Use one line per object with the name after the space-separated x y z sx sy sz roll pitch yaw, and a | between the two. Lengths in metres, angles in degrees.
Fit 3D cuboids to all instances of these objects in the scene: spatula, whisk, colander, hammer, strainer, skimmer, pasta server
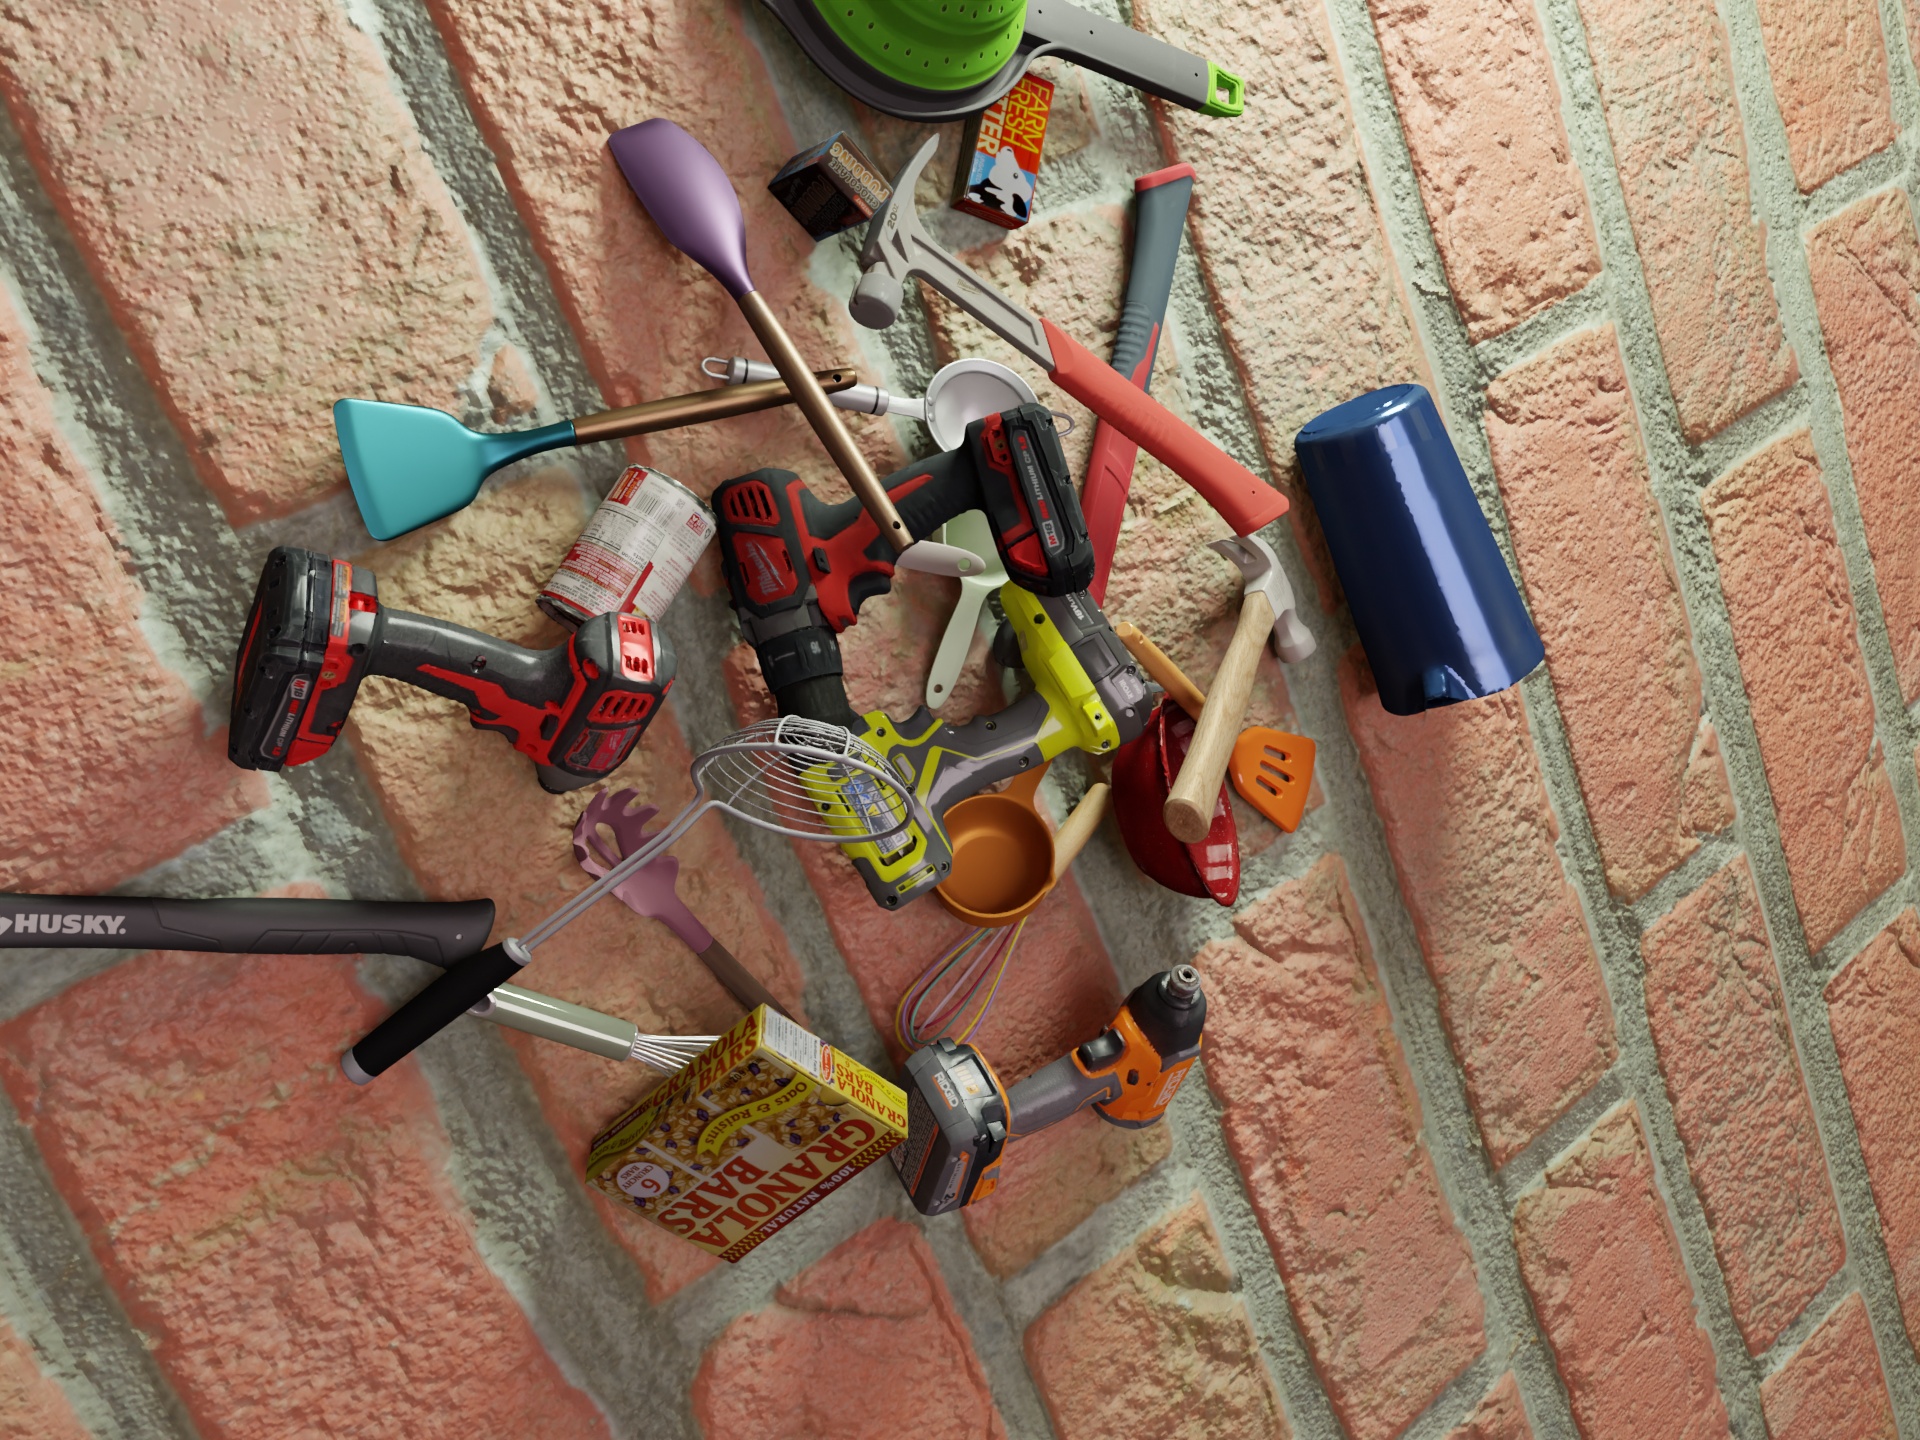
0.190 -0.002 1.166 0.322 0.041 0.081 37 66 -54 | spatula
0.034 0.137 1.137 0.245 0.047 0.051 -51 127 -21 | whisk
0.052 -0.485 1.043 0.396 0.094 0.204 8 79 -29 | colander
0.089 -0.240 1.087 0.358 0.037 0.149 31 60 -24 | hammer
-0.048 -0.212 1.061 0.258 0.050 0.087 7 71 -24 | strainer
-0.196 0.117 0.907 0.363 0.090 0.127 -36 144 1 | skimmer
-0.145 0.164 1.036 0.316 0.040 0.060 52 51 -24 | pasta server
-0.206 -0.179 0.959 0.317 0.044 0.082 -17 93 -21 | spatula
-0.114 -0.237 0.969 0.060 0.018 0.316 -29 84 -24 | spatula
0.129 -0.213 1.163 0.143 0.038 0.386 14 87 -31 | hammer
-0.202 0.205 1.004 0.246 0.059 0.058 24 99 -24 | whisk
-0.426 0.106 0.873 0.334 0.035 0.146 5 92 -30 | hammer
0.191 -0.026 1.117 0.130 0.031 0.331 61 33 -21 | hammer

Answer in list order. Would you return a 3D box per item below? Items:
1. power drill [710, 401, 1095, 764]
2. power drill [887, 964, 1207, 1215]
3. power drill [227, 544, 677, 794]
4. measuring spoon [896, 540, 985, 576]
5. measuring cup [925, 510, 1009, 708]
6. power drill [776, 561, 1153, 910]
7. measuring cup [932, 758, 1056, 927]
-0.032 -0.087 0.996 0.226 0.080 0.188 -17 84 3 | power drill
0.069 0.246 1.103 0.226 0.084 0.164 -14 142 -28 | power drill
-0.284 -0.015 0.894 0.219 0.143 0.079 10 50 -30 | power drill
-0.043 -0.112 1.059 0.124 0.018 0.034 9 106 -10 | measuring spoon
0.002 -0.091 1.107 0.083 0.038 0.167 15 101 -25 | measuring cup
-0.002 -0.003 1.053 0.223 0.080 0.171 -32 89 -8 | power drill
0.038 0.065 1.116 0.095 0.052 0.174 23 68 8 | measuring cup
